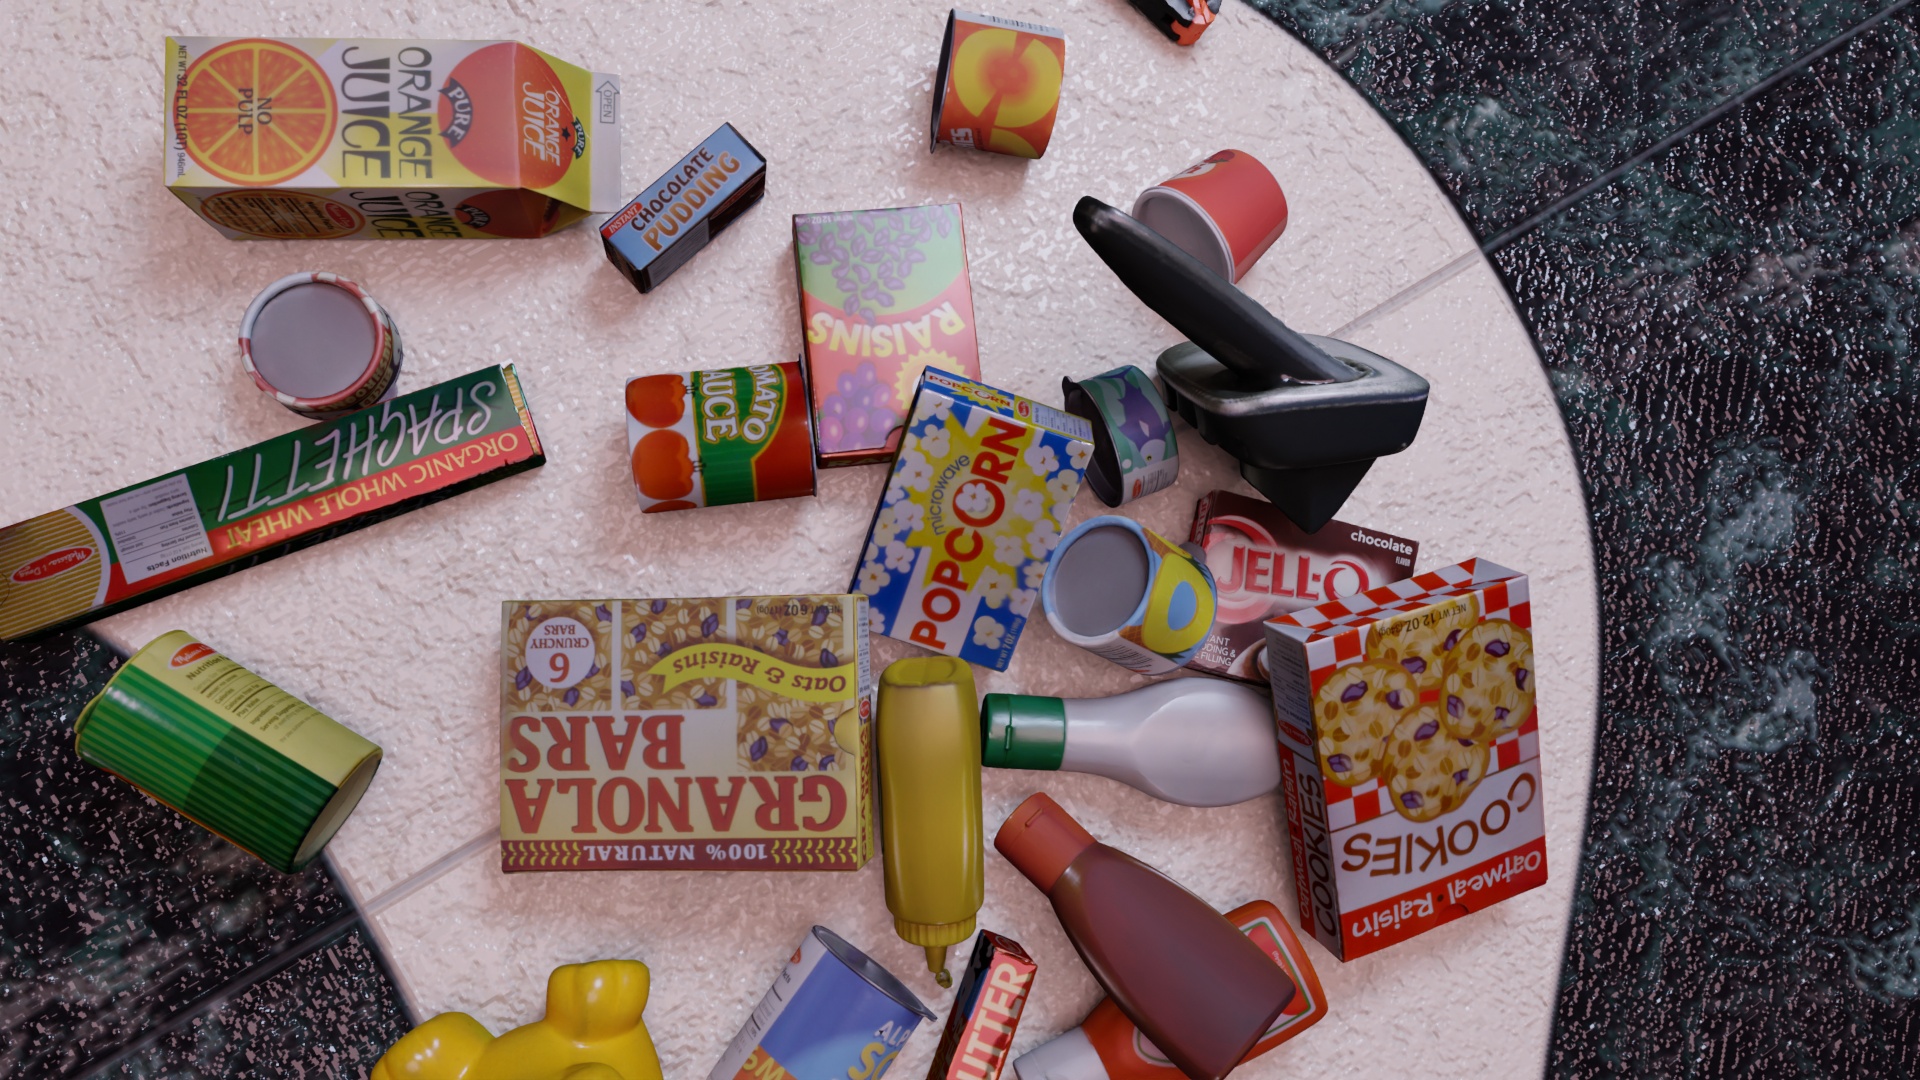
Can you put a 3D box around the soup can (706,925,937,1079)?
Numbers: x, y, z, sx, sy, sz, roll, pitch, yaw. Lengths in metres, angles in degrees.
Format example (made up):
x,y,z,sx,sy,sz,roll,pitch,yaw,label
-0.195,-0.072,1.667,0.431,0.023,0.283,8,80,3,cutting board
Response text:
x,y,z,sx,sy,sz,roll,pitch,yaw,label
-0.063,0.232,0.634,0.071,0.071,0.084,37,80,-3,soup can

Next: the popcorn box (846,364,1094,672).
x,y,z,sx,sy,sz,roll,pitch,yaw,label
0.002,-0.008,0.661,0.085,0.038,0.126,18,110,-5,popcorn box

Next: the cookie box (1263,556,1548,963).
x,y,z,sx,sy,sz,roll,pitch,yaw,label
0.218,0.105,0.670,0.123,0.040,0.167,-15,106,-16,cookie box

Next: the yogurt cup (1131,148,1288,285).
x,y,z,sx,sy,sz,roll,pitch,yaw,label
0.130,-0.164,0.713,0.054,0.072,0.072,-39,90,-18,yogurt cup

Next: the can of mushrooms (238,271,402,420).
x,y,z,sx,sy,sz,roll,pitch,yaw,label
-0.300,-0.090,0.657,0.071,0.033,0.071,1,82,-8,can of mushrooms

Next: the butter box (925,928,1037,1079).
x,y,z,sx,sy,sz,roll,pitch,yaw,label
0.005,0.239,0.650,0.024,0.053,0.103,22,81,-3,butter box

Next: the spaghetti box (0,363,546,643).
x,y,z,sx,sy,sz,roll,pitch,yaw,label
-0.321,-0.018,0.647,0.250,0.028,0.050,-21,87,-10,spaghetti box

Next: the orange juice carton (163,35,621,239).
x,y,z,sx,sy,sz,roll,pitch,yaw,label
-0.258,-0.187,0.655,0.193,0.073,0.072,-2,84,-9,orange juice carton

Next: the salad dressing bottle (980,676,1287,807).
x,y,z,sx,sy,sz,roll,pitch,yaw,label
0.084,0.097,0.685,0.148,0.044,0.064,4,93,-7,salad dressing bottle

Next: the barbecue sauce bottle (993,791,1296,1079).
x,y,z,sx,sy,sz,roll,pitch,yaw,label
0.080,0.179,0.648,0.065,0.043,0.149,-39,65,-23,barbecue sauce bottle

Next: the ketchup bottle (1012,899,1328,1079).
x,y,z,sx,sy,sz,roll,pitch,yaw,label
0.099,0.233,0.669,0.149,0.043,0.065,-25,78,-10,ketchup bottle

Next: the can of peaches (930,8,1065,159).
x,y,z,sx,sy,sz,roll,pitch,yaw,label
0.018,-0.228,0.704,0.058,0.071,0.071,7,83,-8,can of peaches

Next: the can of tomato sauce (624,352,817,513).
x,y,z,sx,sy,sz,roll,pitch,yaw,label
-0.113,-0.051,0.661,0.083,0.071,0.071,-7,84,-8,can of tomato sauce

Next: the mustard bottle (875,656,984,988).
x,y,z,sx,sy,sz,roll,pitch,yaw,label
-0.014,0.137,0.654,0.049,0.065,0.160,-1,98,3,mustard bottle

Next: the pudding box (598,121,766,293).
x,y,z,sx,sy,sz,roll,pitch,yaw,label
-0.135,-0.162,0.681,0.084,0.049,0.030,-43,93,-10,pudding box

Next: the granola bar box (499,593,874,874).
x,y,z,sx,sy,sz,roll,pitch,yaw,label
-0.125,0.087,0.637,0.165,0.039,0.124,-2,87,5,granola bar box

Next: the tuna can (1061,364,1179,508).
x,y,z,sx,sy,sz,roll,pitch,yaw,label
0.079,-0.054,0.691,0.033,0.071,0.071,-20,87,-11,tuna can

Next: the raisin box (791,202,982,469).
x,y,z,sx,sy,sz,roll,pitch,yaw,label
-0.036,-0.101,0.693,0.086,0.040,0.123,-5,85,-10,raisin box

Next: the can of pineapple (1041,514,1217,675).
x,y,z,sx,sy,sz,roll,pitch,yaw,label
0.082,0.025,0.671,0.058,0.071,0.071,26,77,-46,can of pineapple

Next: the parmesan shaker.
x,y,z,sx,sy,sz,roll,pitch,yaw,label
-0.321,0.095,0.612,0.103,0.071,0.071,32,80,-4,parmesan shaker
